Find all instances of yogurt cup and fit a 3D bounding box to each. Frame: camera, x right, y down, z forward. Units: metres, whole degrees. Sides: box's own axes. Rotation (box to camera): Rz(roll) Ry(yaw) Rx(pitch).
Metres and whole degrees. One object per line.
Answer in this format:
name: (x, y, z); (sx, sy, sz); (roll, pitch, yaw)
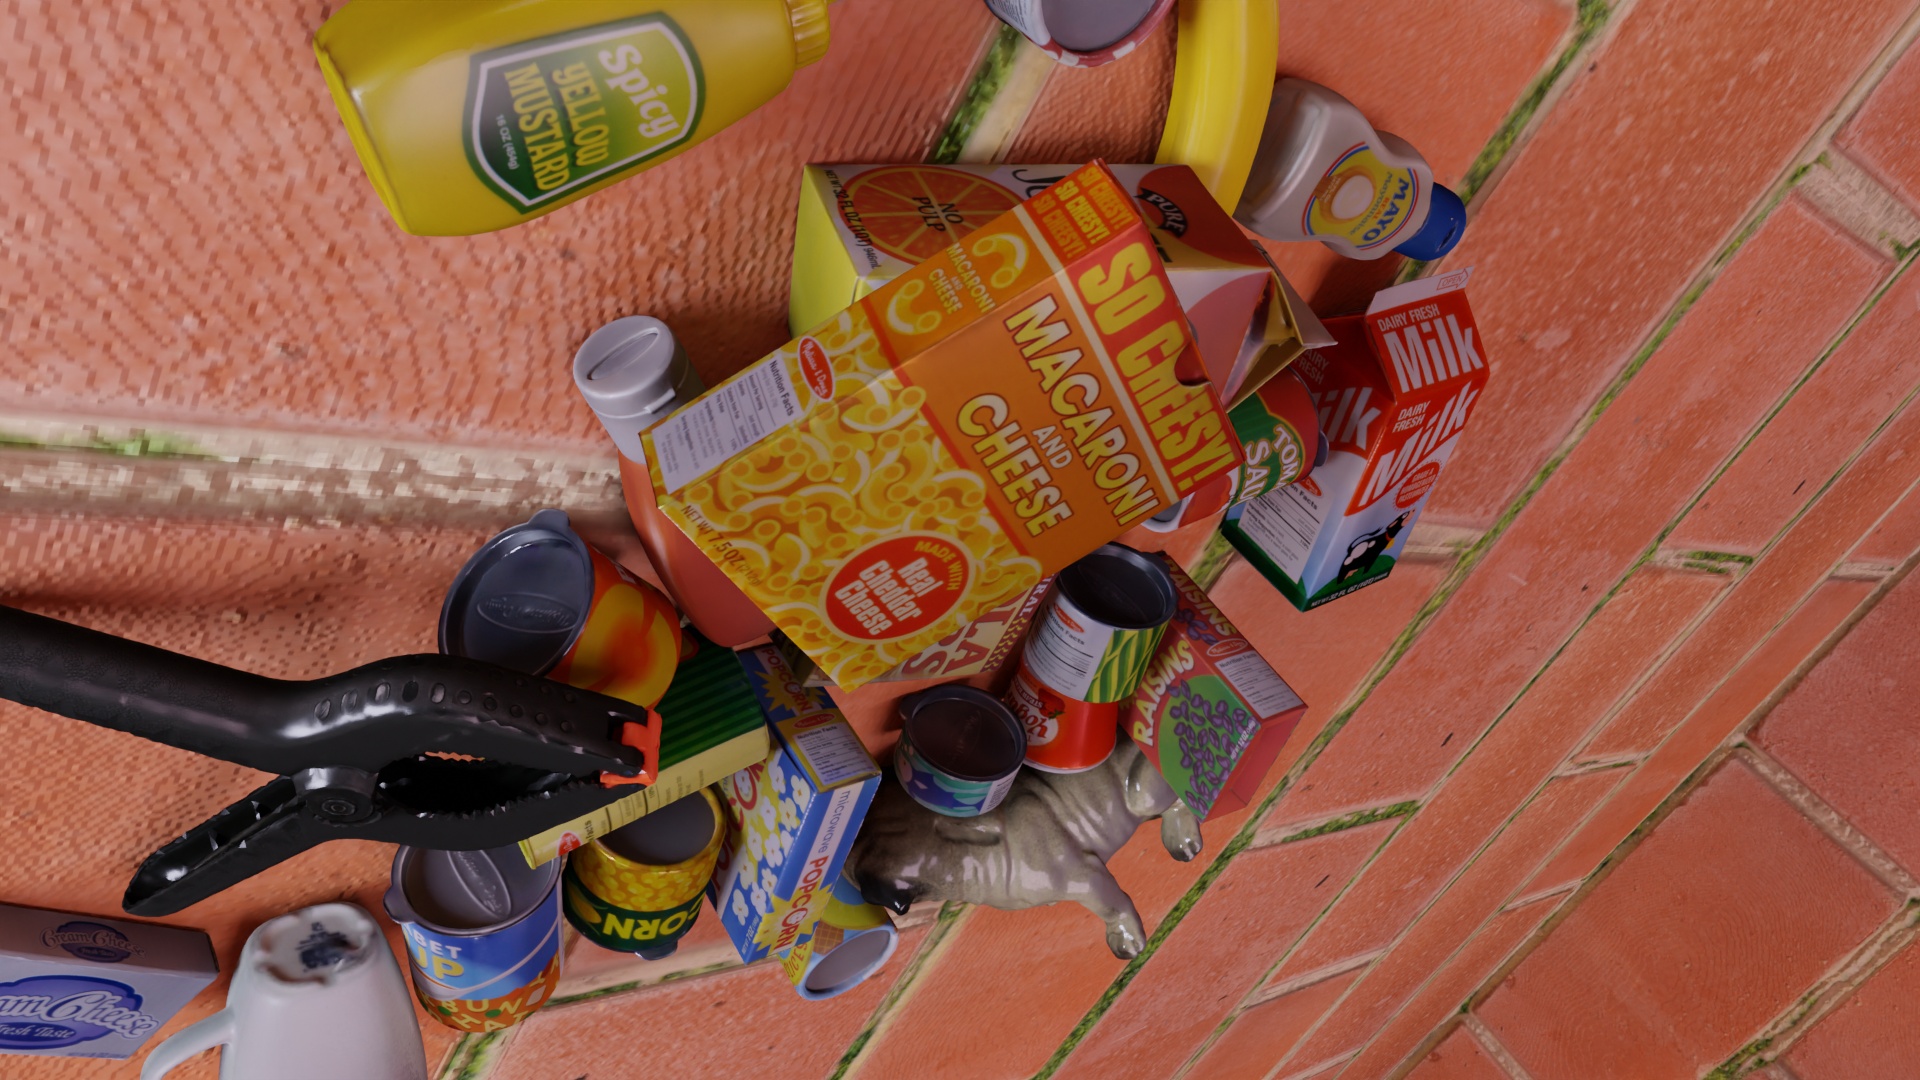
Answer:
yogurt cup: (0.057, 0.086, 0.764); (0.072, 0.072, 0.053); (-15, 131, -31)

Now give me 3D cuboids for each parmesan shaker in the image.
parmesan shaker: (-0.140, 0.082, 0.571); (0.103, 0.071, 0.071); (-23, 143, -24)

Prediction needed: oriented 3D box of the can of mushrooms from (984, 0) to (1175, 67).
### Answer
can of mushrooms: (0.043, -0.193, 0.457); (0.071, 0.033, 0.070); (-25, 142, -21)

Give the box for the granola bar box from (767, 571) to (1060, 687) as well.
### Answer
granola bar box: (0.002, -0.008, 0.625); (0.124, 0.039, 0.164); (0, 130, -44)

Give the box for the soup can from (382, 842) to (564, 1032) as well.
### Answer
soup can: (-0.207, 0.163, 0.596); (0.071, 0.071, 0.083); (-17, 140, -29)

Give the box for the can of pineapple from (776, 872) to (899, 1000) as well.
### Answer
can of pineapple: (-0.078, 0.219, 0.791); (0.071, 0.058, 0.070); (-25, 143, -20)

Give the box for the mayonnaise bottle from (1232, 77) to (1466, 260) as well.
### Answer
mayonnaise bottle: (0.176, -0.156, 0.619); (0.148, 0.041, 0.064); (4, 125, -45)

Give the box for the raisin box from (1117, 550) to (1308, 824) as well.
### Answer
raisin box: (0.123, 0.079, 0.764); (0.040, 0.124, 0.085); (-13, 138, -33)

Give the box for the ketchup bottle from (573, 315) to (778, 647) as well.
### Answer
ketchup bottle: (-0.095, -0.020, 0.514); (0.065, 0.043, 0.148); (-39, 146, -13)

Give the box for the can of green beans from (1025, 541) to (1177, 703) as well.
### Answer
can of green beans: (0.073, 0.042, 0.725); (0.071, 0.071, 0.057); (-14, 139, -33)

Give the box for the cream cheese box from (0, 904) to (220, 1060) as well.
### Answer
cream cheese box: (-0.337, 0.164, 0.511); (0.053, 0.024, 0.103); (-43, 146, 5)

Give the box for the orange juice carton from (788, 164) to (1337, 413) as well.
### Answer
orange juice carton: (0.041, -0.088, 0.504); (0.193, 0.072, 0.072); (-6, 135, -21)

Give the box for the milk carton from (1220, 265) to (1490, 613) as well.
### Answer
milk carton: (0.211, -0.059, 0.734); (0.072, 0.074, 0.189); (-19, 140, -28)

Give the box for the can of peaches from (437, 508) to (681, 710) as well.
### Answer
can of peaches: (-0.144, 0.032, 0.509); (0.071, 0.071, 0.058); (-41, 146, 1)

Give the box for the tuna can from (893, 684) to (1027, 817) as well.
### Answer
tuna can: (-0.003, 0.110, 0.734); (0.071, 0.071, 0.032); (-13, 139, -34)

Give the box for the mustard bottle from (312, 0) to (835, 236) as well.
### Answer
mustard bottle: (-0.088, -0.137, 0.382); (0.161, 0.049, 0.065); (-27, 146, -18)

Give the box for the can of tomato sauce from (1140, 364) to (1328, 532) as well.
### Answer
can of tomato sauce: (0.121, -0.045, 0.667); (0.083, 0.071, 0.070); (-20, 141, -26)

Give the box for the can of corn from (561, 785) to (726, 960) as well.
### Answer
can of corn: (-0.144, 0.145, 0.632); (0.071, 0.071, 0.058); (-9, 135, -37)

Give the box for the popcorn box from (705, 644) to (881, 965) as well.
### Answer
popcorn box: (-0.088, 0.122, 0.646); (0.038, 0.085, 0.126); (-9, 135, -38)

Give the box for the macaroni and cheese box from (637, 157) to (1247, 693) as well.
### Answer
macaroni and cheese box: (0.001, -0.030, 0.458); (0.166, 0.040, 0.123); (-30, 138, 6)
